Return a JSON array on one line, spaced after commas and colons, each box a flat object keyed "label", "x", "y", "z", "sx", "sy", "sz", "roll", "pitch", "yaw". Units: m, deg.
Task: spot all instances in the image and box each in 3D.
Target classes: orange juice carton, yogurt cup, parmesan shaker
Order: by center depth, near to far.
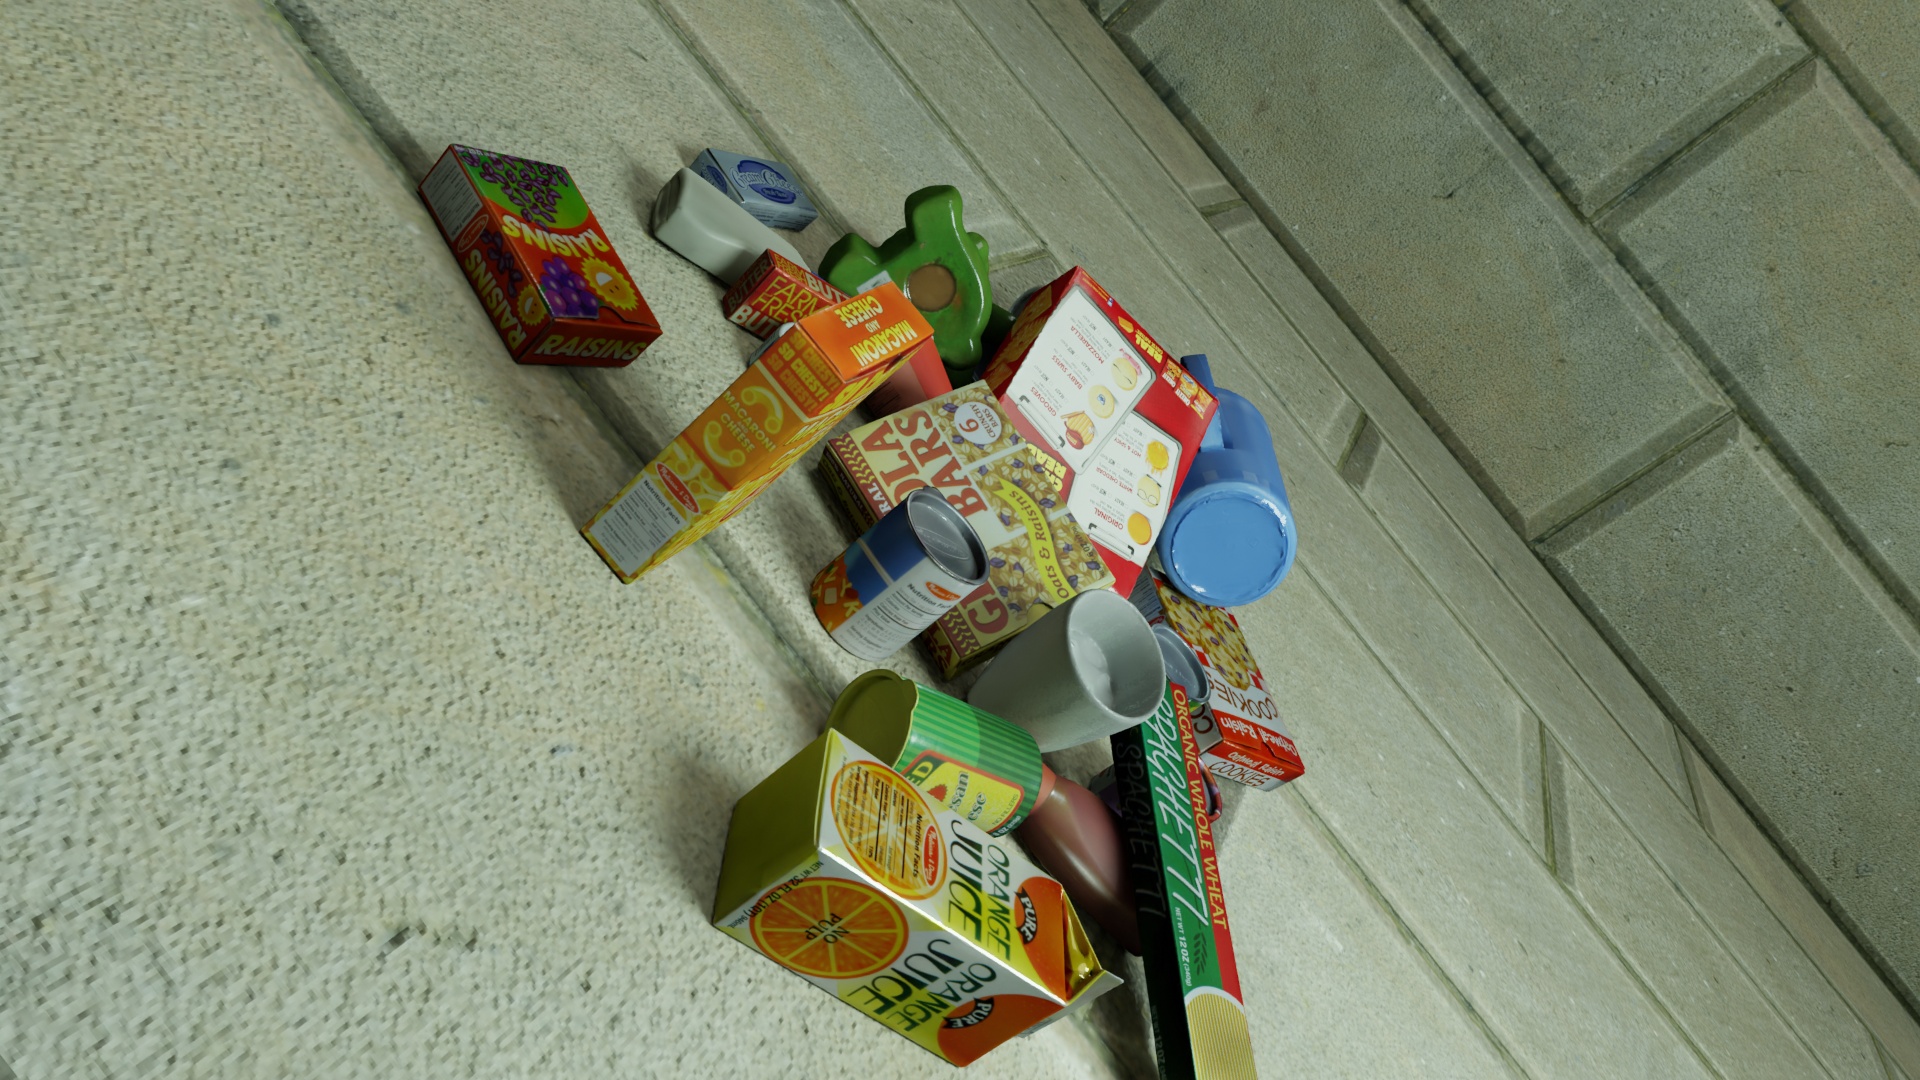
[{"label": "orange juice carton", "x": -0.014, "y": 0.177, "z": 0.645, "sx": 0.192, "sy": 0.071, "sz": 0.073, "roll": 38, "pitch": 29, "yaw": -23}, {"label": "parmesan shaker", "x": -0.011, "y": 0.113, "z": 0.733, "sx": 0.103, "sy": 0.071, "sz": 0.071, "roll": 28, "pitch": 34, "yaw": -39}, {"label": "yogurt cup", "x": -0.039, "y": -0.109, "z": 0.993, "sx": 0.054, "sy": 0.072, "sz": 0.072, "roll": 62, "pitch": 27, "yaw": 4}]

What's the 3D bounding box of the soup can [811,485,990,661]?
[{"label": "soup can", "x": -0.036, "y": 0.019, "z": 0.804, "sx": 0.071, "sy": 0.083, "sz": 0.072, "roll": 38, "pitch": 28, "yaw": -25}]

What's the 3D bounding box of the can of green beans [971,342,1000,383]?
[{"label": "can of green beans", "x": 0.045, "y": -0.156, "z": 1.181, "sx": 0.071, "sy": 0.071, "sz": 0.058, "roll": 54, "pitch": 25, "yaw": 8}]

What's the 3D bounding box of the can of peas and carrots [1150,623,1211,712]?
[{"label": "can of peas and carrots", "x": 0.136, "y": 0.104, "z": 0.994, "sx": 0.071, "sy": 0.058, "sz": 0.071, "roll": 37, "pitch": 30, "yaw": -25}]

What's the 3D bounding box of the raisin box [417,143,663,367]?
[{"label": "raisin box", "x": -0.232, "y": -0.156, "z": 0.773, "sx": 0.123, "sy": 0.040, "sz": 0.086, "roll": 58, "pitch": 26, "yaw": 13}]

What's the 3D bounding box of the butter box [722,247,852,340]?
[{"label": "butter box", "x": -0.107, "y": -0.154, "z": 0.953, "sx": 0.103, "sy": 0.053, "sz": 0.024, "roll": 26, "pitch": 33, "yaw": -40}]

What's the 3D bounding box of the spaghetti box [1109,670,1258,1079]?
[{"label": "spaghetti box", "x": 0.122, "y": 0.190, "z": 0.794, "sx": 0.050, "sy": 0.028, "sz": 0.251, "roll": 22, "pitch": 48, "yaw": -33}]

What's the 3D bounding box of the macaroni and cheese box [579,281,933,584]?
[{"label": "macaroni and cheese box", "x": -0.100, "y": -0.056, "z": 0.707, "sx": 0.040, "sy": 0.166, "sz": 0.124, "roll": 50, "pitch": 26, "yaw": -3}]

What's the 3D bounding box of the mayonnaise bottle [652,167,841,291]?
[{"label": "mayonnaise bottle", "x": -0.143, "y": -0.193, "z": 0.963, "sx": 0.148, "sy": 0.041, "sz": 0.065, "roll": 34, "pitch": 32, "yaw": -33}]

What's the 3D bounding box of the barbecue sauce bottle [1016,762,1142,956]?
[{"label": "barbecue sauce bottle", "x": 0.068, "y": 0.174, "z": 0.813, "sx": 0.148, "sy": 0.043, "sz": 0.065, "roll": 44, "pitch": 31, "yaw": -11}]

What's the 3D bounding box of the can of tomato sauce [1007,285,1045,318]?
[{"label": "can of tomato sauce", "x": 0.088, "y": -0.189, "z": 1.293, "sx": 0.083, "sy": 0.071, "sz": 0.071, "roll": 33, "pitch": 31, "yaw": -31}]

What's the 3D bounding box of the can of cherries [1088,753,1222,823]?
[{"label": "can of cherries", "x": 0.128, "y": 0.168, "z": 0.897, "sx": 0.071, "sy": 0.058, "sz": 0.072, "roll": 38, "pitch": 28, "yaw": -24}]

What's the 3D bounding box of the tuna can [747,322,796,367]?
[{"label": "tuna can", "x": -0.103, "y": -0.108, "z": 0.921, "sx": 0.071, "sy": 0.032, "sz": 0.071, "roll": 37, "pitch": 29, "yaw": -24}]

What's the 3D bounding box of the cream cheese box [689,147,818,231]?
[{"label": "cream cheese box", "x": -0.155, "y": -0.265, "z": 1.054, "sx": 0.053, "sy": 0.024, "sz": 0.104, "roll": 55, "pitch": 26, "yaw": 10}]

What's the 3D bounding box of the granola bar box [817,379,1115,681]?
[{"label": "granola bar box", "x": 0.003, "y": -0.011, "z": 0.887, "sx": 0.125, "sy": 0.039, "sz": 0.166, "roll": -25, "pitch": 74, "yaw": -27}]

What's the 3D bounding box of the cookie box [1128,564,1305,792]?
[{"label": "cookie box", "x": 0.198, "y": 0.110, "z": 1.106, "sx": 0.123, "sy": 0.040, "sz": 0.168, "roll": 24, "pitch": 36, "yaw": -43}]
